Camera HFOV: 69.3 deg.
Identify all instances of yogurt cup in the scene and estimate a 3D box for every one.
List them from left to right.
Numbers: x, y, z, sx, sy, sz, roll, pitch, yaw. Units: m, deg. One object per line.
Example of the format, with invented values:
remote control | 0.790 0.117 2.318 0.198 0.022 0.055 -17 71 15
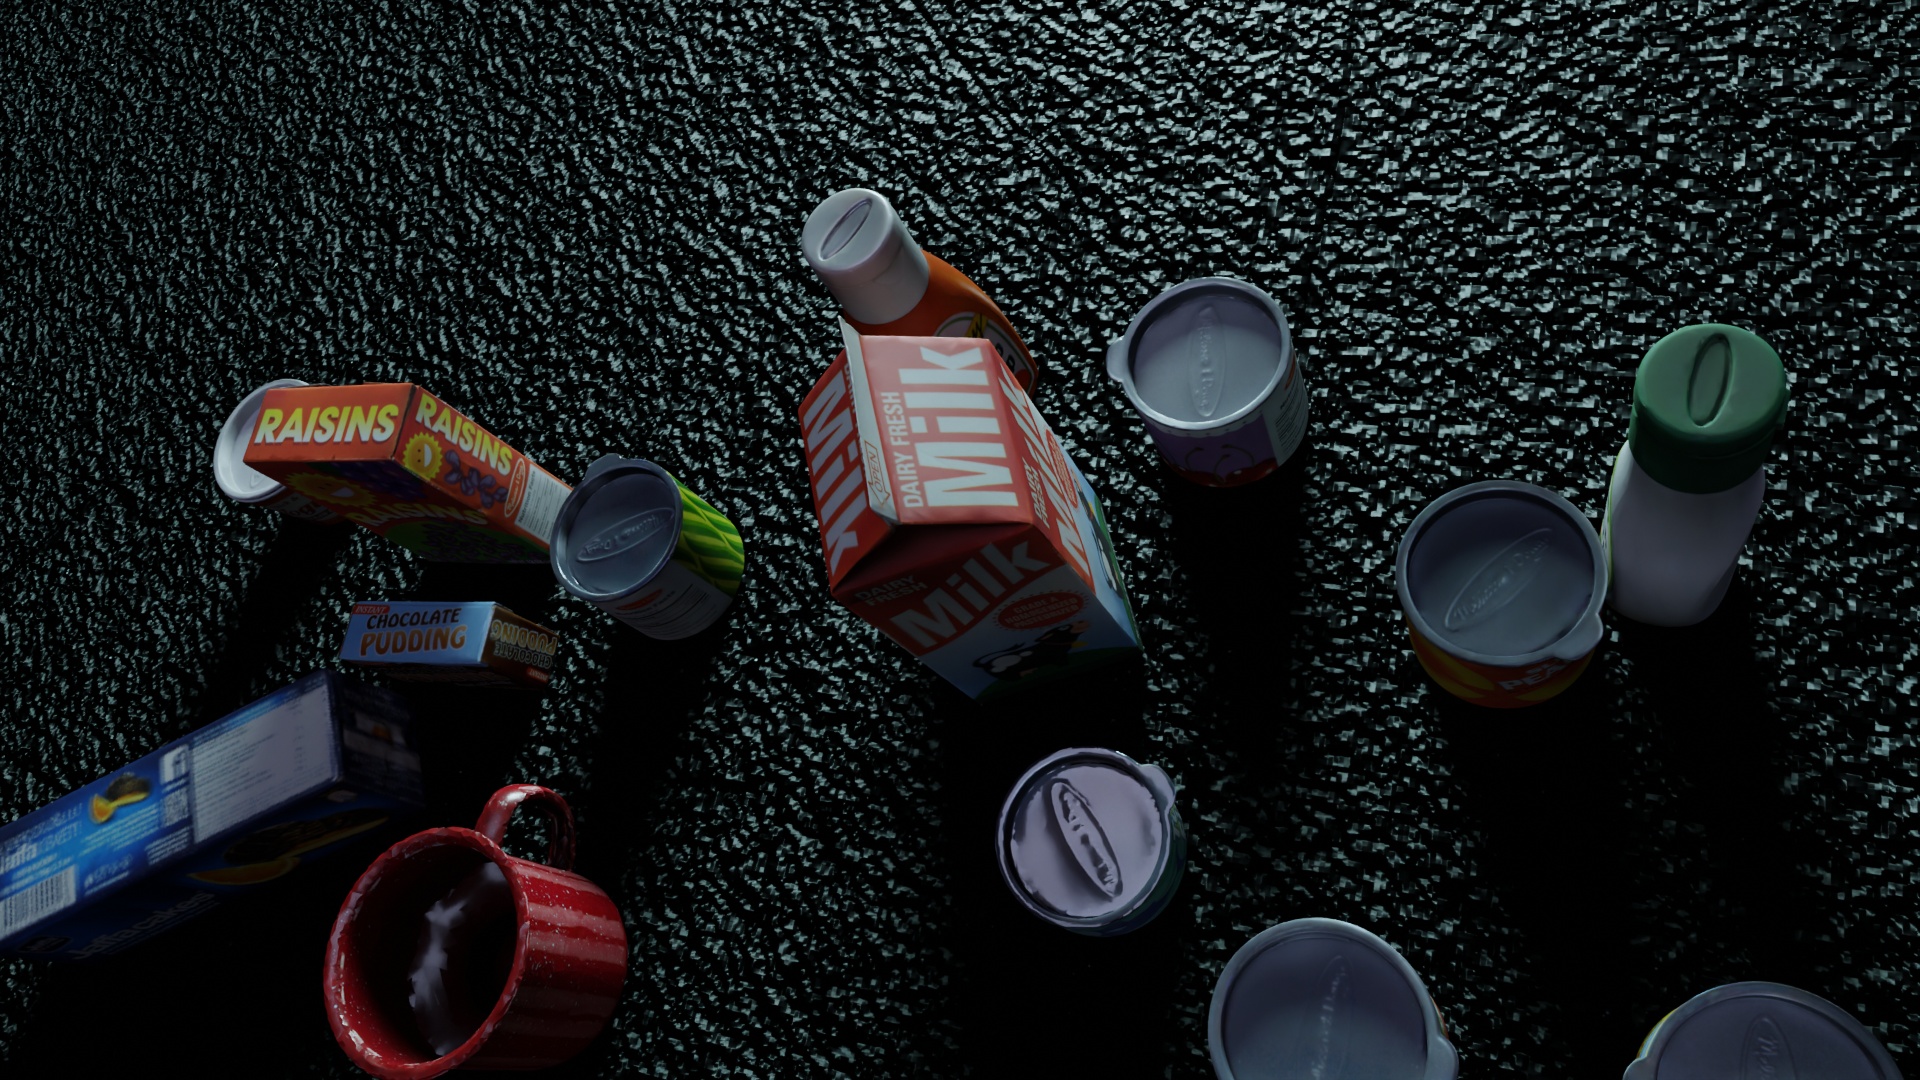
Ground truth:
yogurt cup | -0.341 -0.042 0.721 0.072 0.054 0.072 -8 66 18

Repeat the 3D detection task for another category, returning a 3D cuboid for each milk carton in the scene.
milk carton | 0.002 -0.006 0.493 0.073 0.190 0.072 -19 63 13

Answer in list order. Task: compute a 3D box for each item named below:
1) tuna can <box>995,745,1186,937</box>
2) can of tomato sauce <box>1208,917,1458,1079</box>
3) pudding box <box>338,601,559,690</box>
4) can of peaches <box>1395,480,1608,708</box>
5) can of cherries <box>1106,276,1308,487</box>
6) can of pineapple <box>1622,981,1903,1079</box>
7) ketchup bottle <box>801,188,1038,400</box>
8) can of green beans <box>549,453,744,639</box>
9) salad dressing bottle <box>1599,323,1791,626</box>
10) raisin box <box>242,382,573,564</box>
tuna can | 0.051 0.111 0.515 0.071 0.032 0.071 -8 66 18
can of tomato sauce | 0.121 0.158 0.439 0.071 0.083 0.071 -8 66 18
pudding box | -0.237 0.049 0.645 0.083 0.049 0.030 0 69 21
can of peaches | 0.190 0.022 0.484 0.071 0.058 0.071 -8 66 18
can of cherries | 0.100 -0.062 0.554 0.071 0.058 0.072 -8 66 18
can of pineapple | 0.232 0.165 0.407 0.071 0.057 0.071 -8 66 18
ketchup bottle | -0.016 -0.084 0.557 0.043 0.148 0.065 34 84 29
can of green beans | -0.138 0.005 0.620 0.071 0.057 0.071 -8 66 18
salad dressing bottle | 0.226 -0.017 0.435 0.044 0.147 0.064 13 74 26
raisin box | -0.247 -0.028 0.639 0.086 0.123 0.040 1 69 22
